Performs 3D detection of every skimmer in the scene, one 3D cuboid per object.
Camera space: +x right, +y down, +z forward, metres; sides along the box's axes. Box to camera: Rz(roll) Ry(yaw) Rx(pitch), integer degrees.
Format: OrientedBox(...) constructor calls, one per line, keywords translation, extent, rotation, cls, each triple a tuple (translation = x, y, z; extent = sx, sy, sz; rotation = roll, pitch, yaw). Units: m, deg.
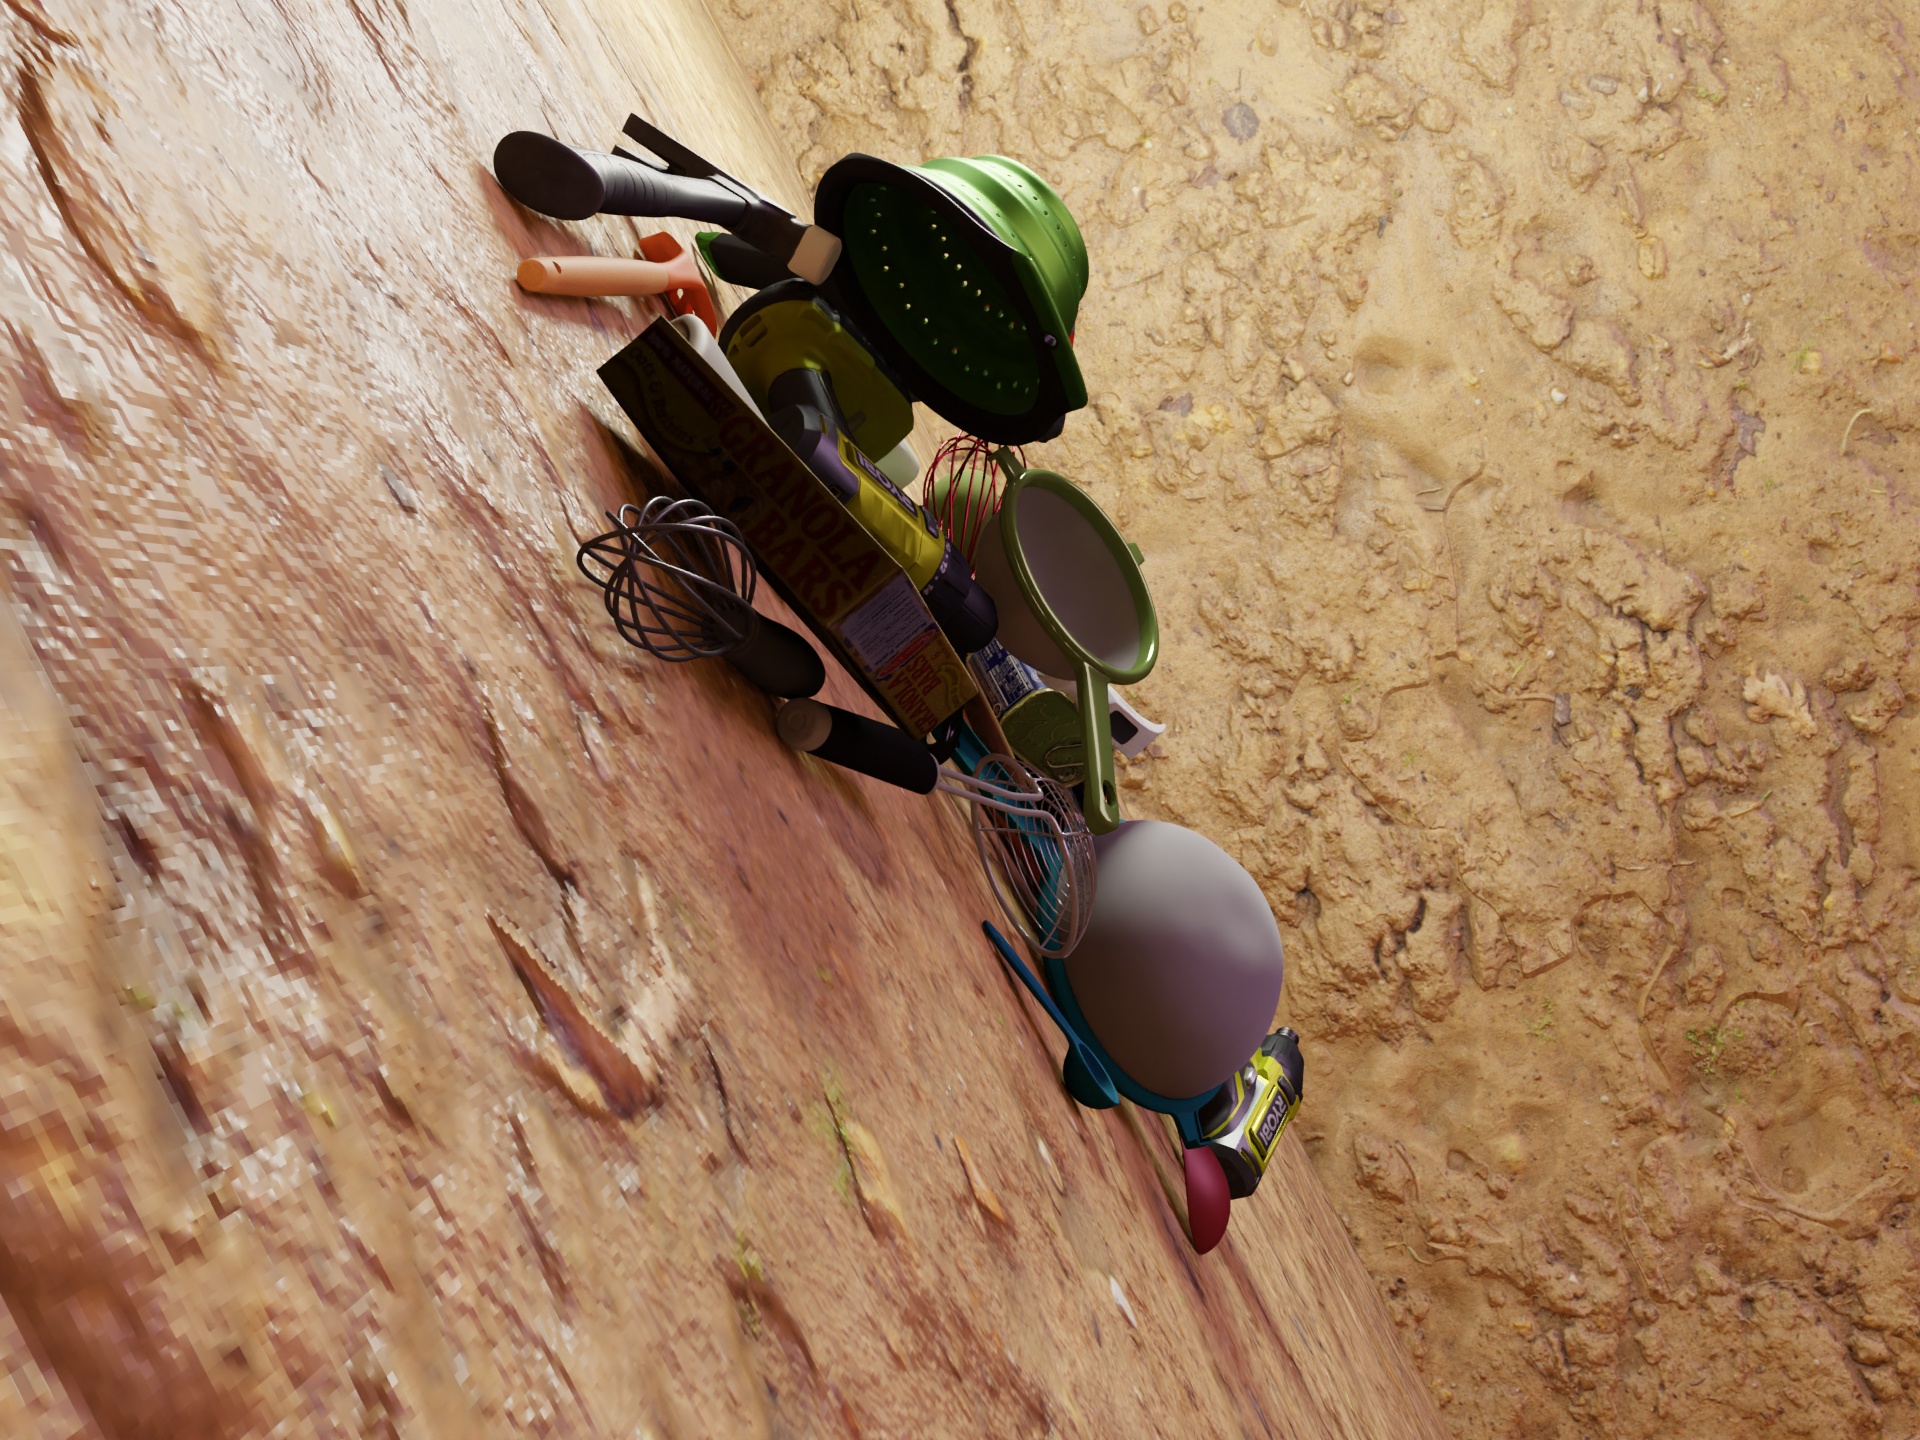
OrientedBox(translation=(-0.015, 0.053, 0.830), extent=(0.363, 0.090, 0.127), rotation=(26, 34, -62), cls="skimmer")

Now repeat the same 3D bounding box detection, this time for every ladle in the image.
OrientedBox(translation=(0.019, -0.087, 1.318), extent=(0.319, 0.062, 0.078), rotation=(74, -4, -57), cls="ladle")
OrientedBox(translation=(0.129, 0.212, 1.104), extent=(0.069, 0.031, 0.315), rotation=(2, 68, -70), cls="ladle")

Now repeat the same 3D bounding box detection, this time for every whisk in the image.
OrientedBox(translation=(-0.001, -0.092, 1.050), extent=(0.073, 0.073, 0.296), rotation=(56, 33, -45), cls="whisk")
OrientedBox(translation=(-0.083, -0.036, 0.599), extent=(0.055, 0.055, 0.239), rotation=(64, 3, 11), cls="whisk")

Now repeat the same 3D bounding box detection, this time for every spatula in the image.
OrientedBox(translation=(-0.164, -0.212, 0.782), extent=(0.081, 0.041, 0.323), rotation=(61, 11, -11), cls="spatula")

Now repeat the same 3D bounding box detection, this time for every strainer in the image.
OrientedBox(translation=(0.059, -0.035, 0.983), extent=(0.151, 0.069, 0.257), rotation=(30, 45, -39), cls="strainer")
OrientedBox(translation=(0.114, 0.104, 1.050), extent=(0.340, 0.095, 0.211), rotation=(50, 38, -19), cls="strainer")

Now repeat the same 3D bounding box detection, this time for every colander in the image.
OrientedBox(translation=(-0.040, -0.305, 1.042), extent=(0.397, 0.094, 0.204), rotation=(27, -26, 45), cls="colander")

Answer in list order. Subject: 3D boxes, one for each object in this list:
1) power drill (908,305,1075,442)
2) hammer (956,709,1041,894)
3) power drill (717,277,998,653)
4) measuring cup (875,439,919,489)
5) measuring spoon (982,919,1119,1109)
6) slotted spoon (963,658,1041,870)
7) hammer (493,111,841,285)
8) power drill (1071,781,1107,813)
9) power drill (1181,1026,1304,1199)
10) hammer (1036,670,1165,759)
OrientedBox(translation=(-0.024, -0.284, 1.170), extent=(0.078, 0.219, 0.143), rotation=(25, 71, -79), cls="power drill")
OrientedBox(translation=(-0.002, -0.004, 1.129), extent=(0.336, 0.034, 0.127), rotation=(60, 6, -20), cls="hammer")
OrientedBox(translation=(-0.062, -0.150, 0.958), extent=(0.190, 0.080, 0.229), rotation=(39, 21, -39), cls="power drill")
OrientedBox(translation=(-0.051, -0.197, 1.212), extent=(0.083, 0.038, 0.168), rotation=(54, 3, -30), cls="measuring cup")
OrientedBox(translation=(0.045, 0.171, 0.907), extent=(0.128, 0.021, 0.042), rotation=(54, 7, 1), cls="measuring spoon")
OrientedBox(translation=(0.052, 0.081, 1.104), extent=(0.070, 0.031, 0.313), rotation=(-84, 151, -69), cls="slotted spoon")
OrientedBox(translation=(-0.163, -0.279, 0.833), extent=(0.146, 0.035, 0.335), rotation=(31, 17, -1), cls="hammer")
OrientedBox(translation=(0.119, 0.127, 1.346), extent=(0.164, 0.084, 0.226), rotation=(-88, 153, -74), cls="power drill")
OrientedBox(translation=(0.193, 0.236, 1.251), extent=(0.223, 0.080, 0.171), rotation=(60, 41, -14), cls="power drill")
OrientedBox(translation=(0.074, -0.073, 1.210), extent=(0.128, 0.033, 0.331), rotation=(42, 13, -27), cls="hammer")
